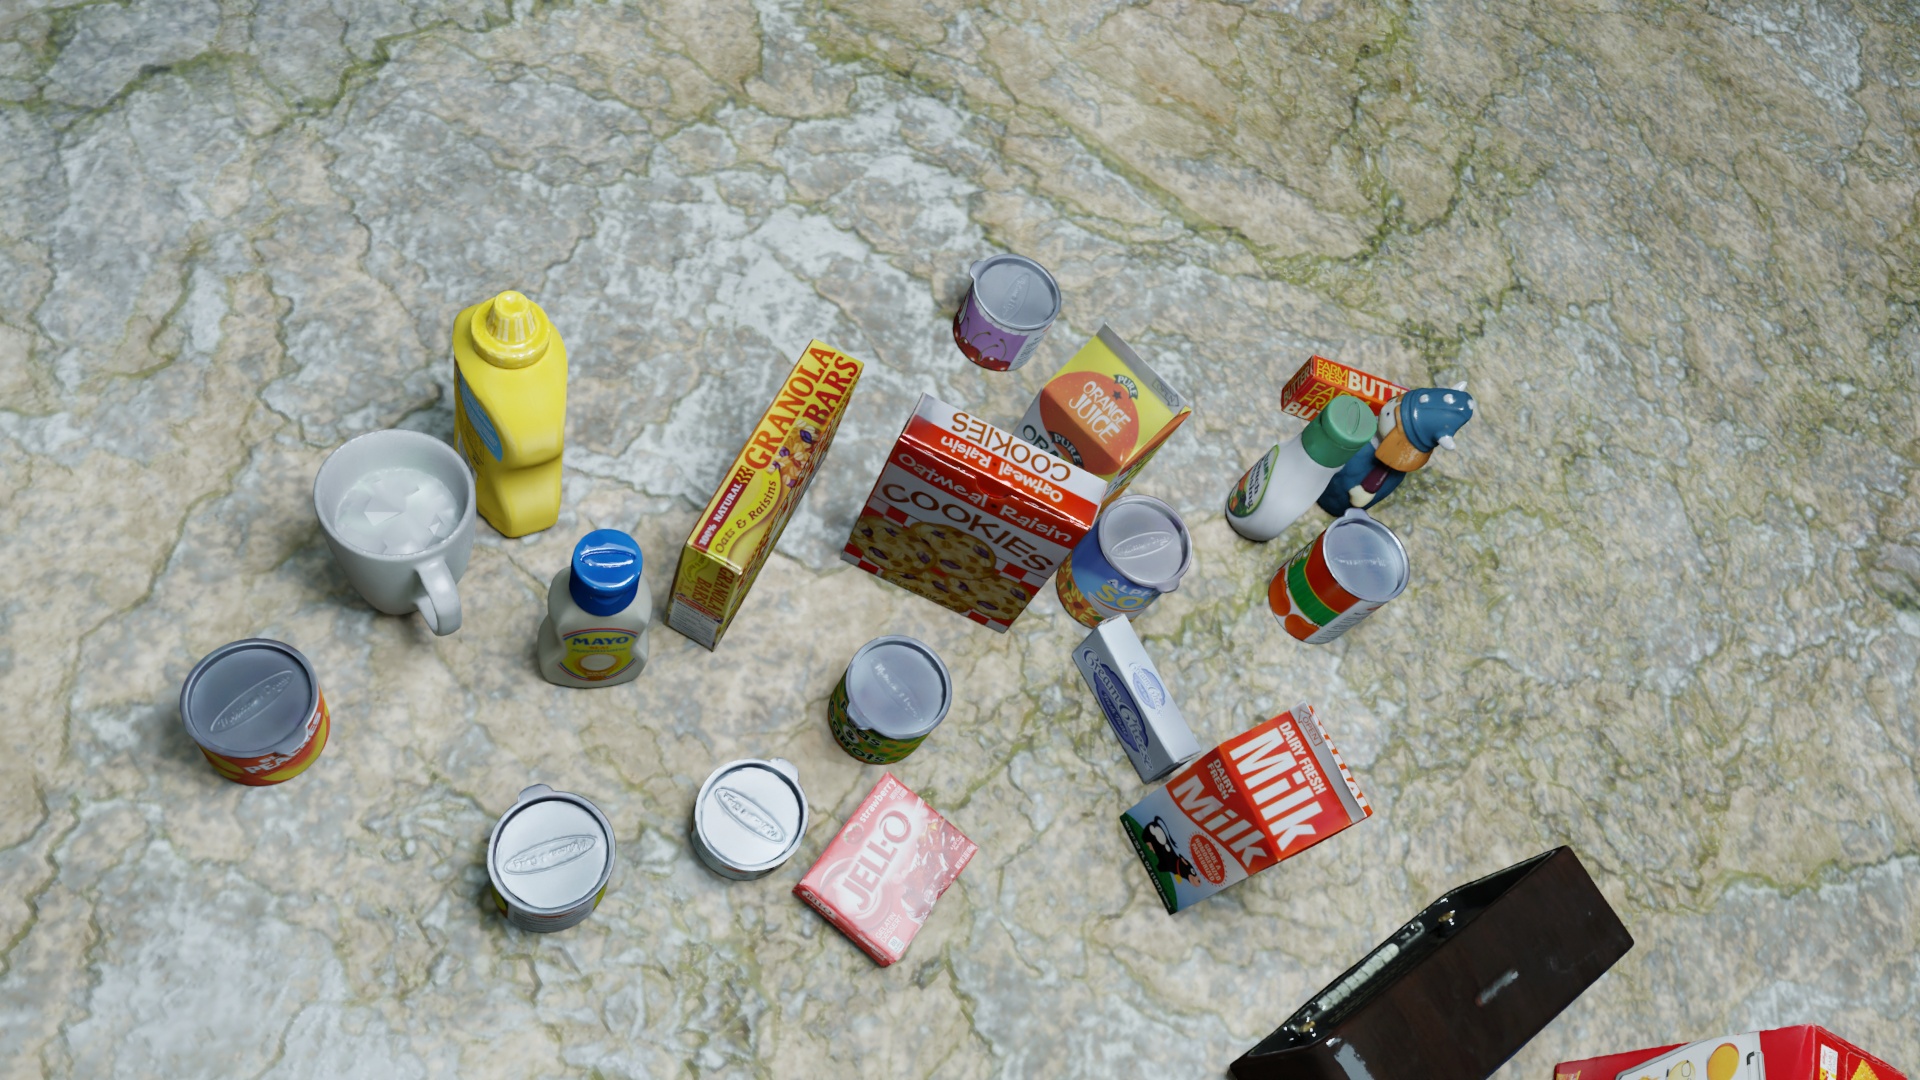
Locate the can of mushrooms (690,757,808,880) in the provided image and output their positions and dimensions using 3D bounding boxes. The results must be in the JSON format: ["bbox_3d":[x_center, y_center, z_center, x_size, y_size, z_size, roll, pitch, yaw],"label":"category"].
[{"bbox_3d":[-0.123,0.162,0.816,0.071,0.033,0.071,8,62,-15],"label":"can of mushrooms"}]

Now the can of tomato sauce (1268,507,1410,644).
[{"bbox_3d":[0.265,0.027,0.983,0.071,0.082,0.071,8,63,-15],"label":"can of tomato sauce"}]

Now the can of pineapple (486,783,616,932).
[{"bbox_3d":[-0.224,0.175,0.762,0.071,0.057,0.071,8,62,-15],"label":"can of pineapple"}]

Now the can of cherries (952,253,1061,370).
[{"bbox_3d":[0.031,-0.168,1.018,0.071,0.058,0.072,8,62,-15],"label":"can of cherries"}]

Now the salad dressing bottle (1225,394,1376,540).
[{"bbox_3d":[0.238,-0.050,0.975,0.044,0.147,0.064,24,60,-6],"label":"salad dressing bottle"}]

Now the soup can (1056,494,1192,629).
[{"bbox_3d":[0.110,0.019,0.935,0.071,0.083,0.071,8,63,-15],"label":"soup can"}]

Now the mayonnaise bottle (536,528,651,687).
[{"bbox_3d":[-0.204,0.041,0.784,0.065,0.147,0.041,-1,65,-18],"label":"mayonnaise bottle"}]

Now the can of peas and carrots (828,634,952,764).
[{"bbox_3d":[-0.046,0.101,0.857,0.071,0.058,0.071,8,62,-15],"label":"can of peas and carrots"}]

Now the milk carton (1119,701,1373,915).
[{"bbox_3d":[0.174,0.157,0.825,0.074,0.189,0.072,-18,72,-25],"label":"milk carton"}]

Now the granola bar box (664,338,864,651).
[{"bbox_3d":[-0.123,-0.028,0.859,0.039,0.123,0.166,28,59,-3],"label":"granola bar box"}]

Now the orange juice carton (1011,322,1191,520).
[{"bbox_3d":[0.083,-0.066,0.906,0.073,0.191,0.072,-38,81,-29],"label":"orange juice carton"}]

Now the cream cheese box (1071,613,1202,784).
[{"bbox_3d":[0.114,0.105,0.911,0.024,0.053,0.104,-21,72,-26],"label":"cream cheese box"}]

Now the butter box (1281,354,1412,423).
[{"bbox_3d":[0.307,-0.107,1.082,0.103,0.053,0.024,19,60,-9],"label":"butter box"}]

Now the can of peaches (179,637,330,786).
[{"bbox_3d":[-0.378,0.096,0.751,0.071,0.057,0.071,8,62,-15],"label":"can of peaches"}]

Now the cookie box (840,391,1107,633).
[{"bbox_3d":[0.003,-0.011,0.867,0.123,0.166,0.040,25,60,-5],"label":"cookie box"}]
